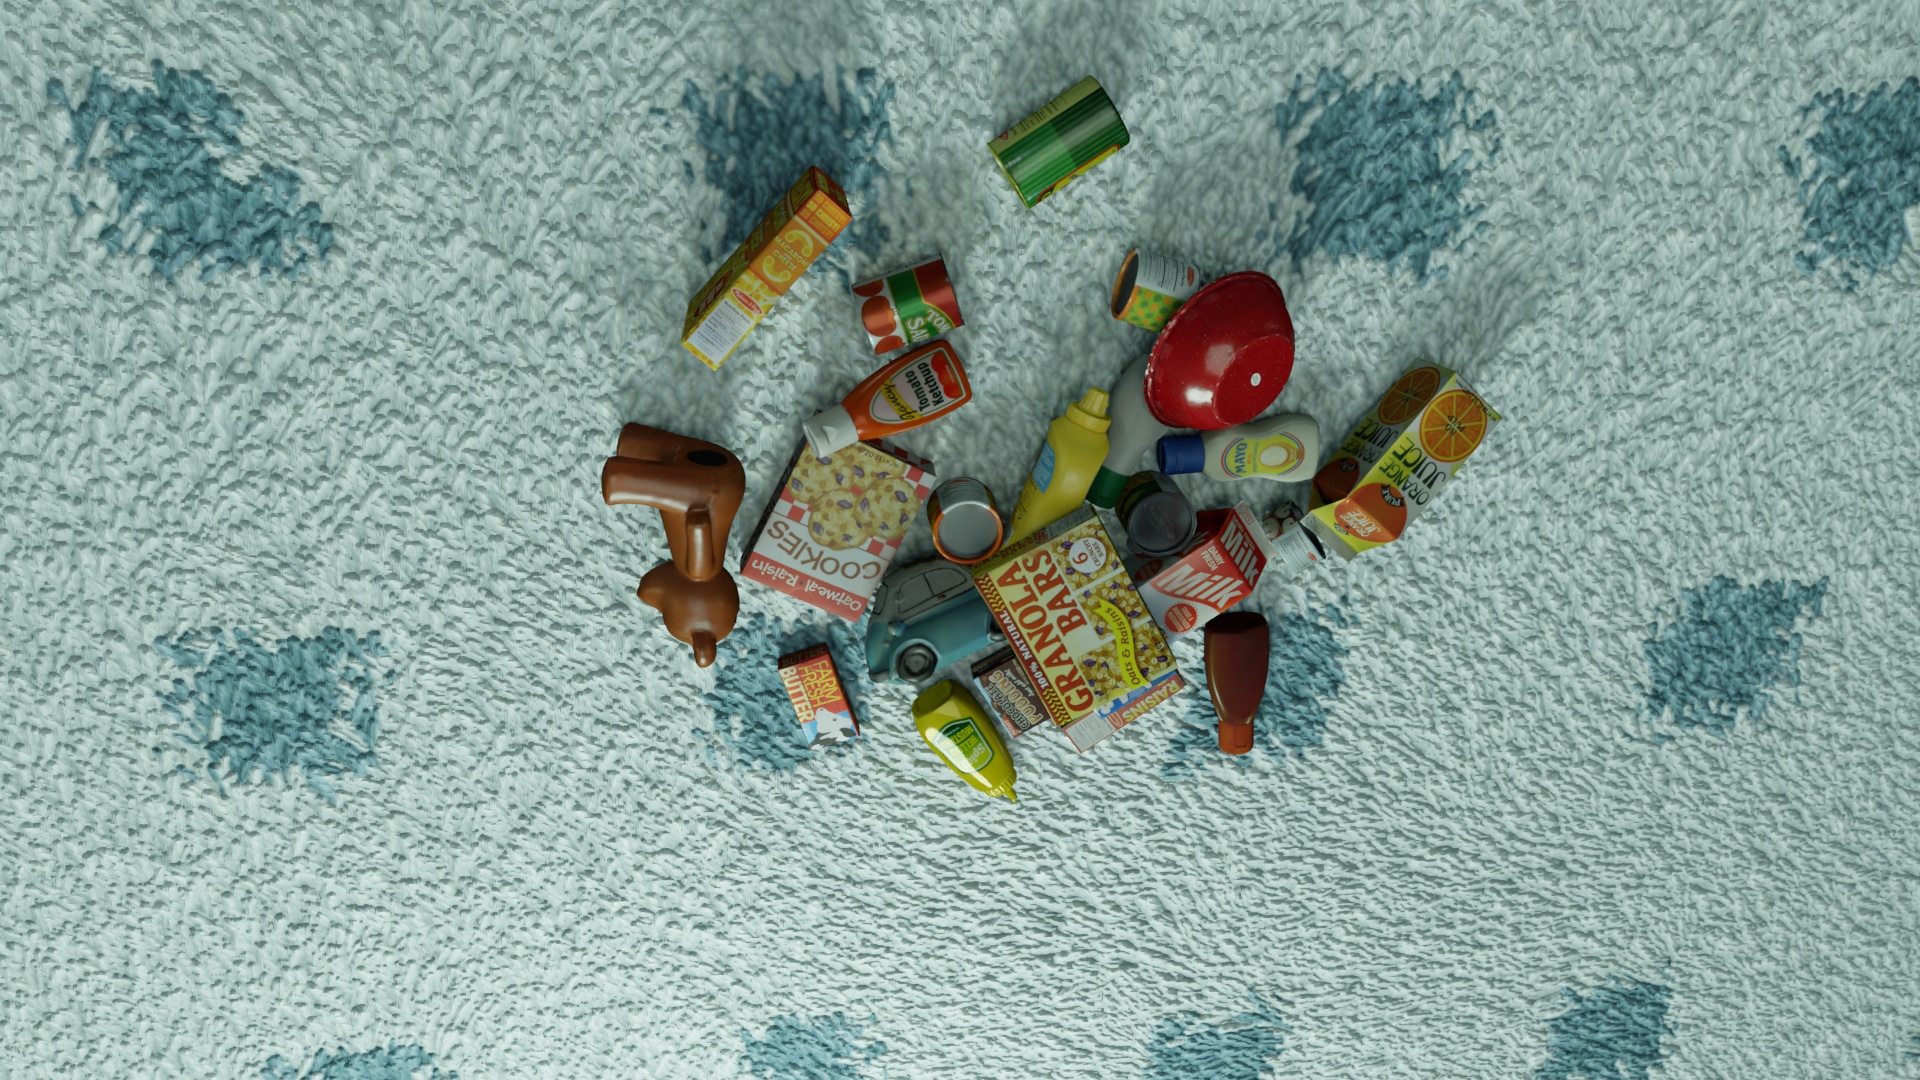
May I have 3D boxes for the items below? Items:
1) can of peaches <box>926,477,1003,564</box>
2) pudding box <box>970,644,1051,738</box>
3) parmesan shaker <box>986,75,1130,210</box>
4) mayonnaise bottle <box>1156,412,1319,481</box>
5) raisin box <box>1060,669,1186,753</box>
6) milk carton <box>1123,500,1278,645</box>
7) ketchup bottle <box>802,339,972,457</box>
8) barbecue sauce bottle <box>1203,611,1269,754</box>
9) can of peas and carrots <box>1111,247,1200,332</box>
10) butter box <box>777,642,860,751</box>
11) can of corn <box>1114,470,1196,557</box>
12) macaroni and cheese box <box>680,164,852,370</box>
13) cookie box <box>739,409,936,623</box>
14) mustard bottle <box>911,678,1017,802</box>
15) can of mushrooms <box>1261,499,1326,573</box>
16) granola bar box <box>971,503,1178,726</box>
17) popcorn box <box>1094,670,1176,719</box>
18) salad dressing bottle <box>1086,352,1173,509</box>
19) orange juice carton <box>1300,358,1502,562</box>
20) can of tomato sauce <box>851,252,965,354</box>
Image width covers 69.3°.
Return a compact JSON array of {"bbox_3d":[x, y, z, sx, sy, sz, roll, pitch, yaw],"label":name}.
[{"bbox_3d":[0.005,-0.016,1.298,0.071,0.058,0.071,-3,113,-6],"label":"can of peaches"},{"bbox_3d":[0.051,0.152,1.391,0.049,0.030,0.083,-28,113,6],"label":"pudding box"},{"bbox_3d":[0.083,-0.333,1.165,0.103,0.071,0.071,-32,113,7],"label":"parmesan shaker"},{"bbox_3d":[0.262,-0.084,1.311,0.148,0.041,0.064,-5,116,-6],"label":"mayonnaise bottle"},{"bbox_3d":[0.153,0.145,1.371,0.123,0.086,0.040,-34,111,8],"label":"raisin box"},{"bbox_3d":[0.209,0.040,1.339,0.190,0.074,0.072,-33,111,8],"label":"milk carton"},{"bbox_3d":[-0.067,-0.121,1.230,0.149,0.043,0.064,-28,102,-14],"label":"ketchup bottle"},{"bbox_3d":[0.280,0.147,1.411,0.065,0.044,0.147,-7,114,-4],"label":"barbecue sauce bottle"},{"bbox_3d":[0.171,-0.218,1.230,0.059,0.071,0.070,15,111,-13],"label":"can of peas and carrots"},{"bbox_3d":[-0.140,0.155,1.372,0.053,0.024,0.103,-17,114,1],"label":"butter box"},{"bbox_3d":[0.182,-0.025,1.317,0.071,0.058,0.071,-3,114,-6],"label":"can of corn"},{"bbox_3d":[-0.162,-0.229,1.150,0.040,0.124,0.166,39,103,-22],"label":"macaroni and cheese box"},{"bbox_3d":[-0.115,-0.020,1.291,0.123,0.040,0.167,24,108,-16],"label":"cookie box"},{"bbox_3d":[0.016,0.212,1.403,0.065,0.049,0.160,-34,113,10],"label":"mustard bottle"},{"bbox_3d":[0.321,-0.004,1.340,0.033,0.071,0.071,-33,114,19],"label":"can of mushrooms"},{"bbox_3d":[0.102,0.069,1.240,0.124,0.039,0.165,-28,106,7],"label":"granola bar box"},{"bbox_3d":[0.130,0.091,1.290,0.085,0.038,0.126,-34,105,7],"label":"popcorn box"},{"bbox_3d":[0.158,-0.100,1.290,0.064,0.044,0.147,17,111,-23],"label":"salad dressing bottle"},{"bbox_3d":[0.405,-0.071,1.303,0.071,0.073,0.192,38,95,-20],"label":"orange juice carton"},{"bbox_3d":[-0.045,-0.203,1.206,0.083,0.071,0.071,-19,114,2],"label":"can of tomato sauce"}]
